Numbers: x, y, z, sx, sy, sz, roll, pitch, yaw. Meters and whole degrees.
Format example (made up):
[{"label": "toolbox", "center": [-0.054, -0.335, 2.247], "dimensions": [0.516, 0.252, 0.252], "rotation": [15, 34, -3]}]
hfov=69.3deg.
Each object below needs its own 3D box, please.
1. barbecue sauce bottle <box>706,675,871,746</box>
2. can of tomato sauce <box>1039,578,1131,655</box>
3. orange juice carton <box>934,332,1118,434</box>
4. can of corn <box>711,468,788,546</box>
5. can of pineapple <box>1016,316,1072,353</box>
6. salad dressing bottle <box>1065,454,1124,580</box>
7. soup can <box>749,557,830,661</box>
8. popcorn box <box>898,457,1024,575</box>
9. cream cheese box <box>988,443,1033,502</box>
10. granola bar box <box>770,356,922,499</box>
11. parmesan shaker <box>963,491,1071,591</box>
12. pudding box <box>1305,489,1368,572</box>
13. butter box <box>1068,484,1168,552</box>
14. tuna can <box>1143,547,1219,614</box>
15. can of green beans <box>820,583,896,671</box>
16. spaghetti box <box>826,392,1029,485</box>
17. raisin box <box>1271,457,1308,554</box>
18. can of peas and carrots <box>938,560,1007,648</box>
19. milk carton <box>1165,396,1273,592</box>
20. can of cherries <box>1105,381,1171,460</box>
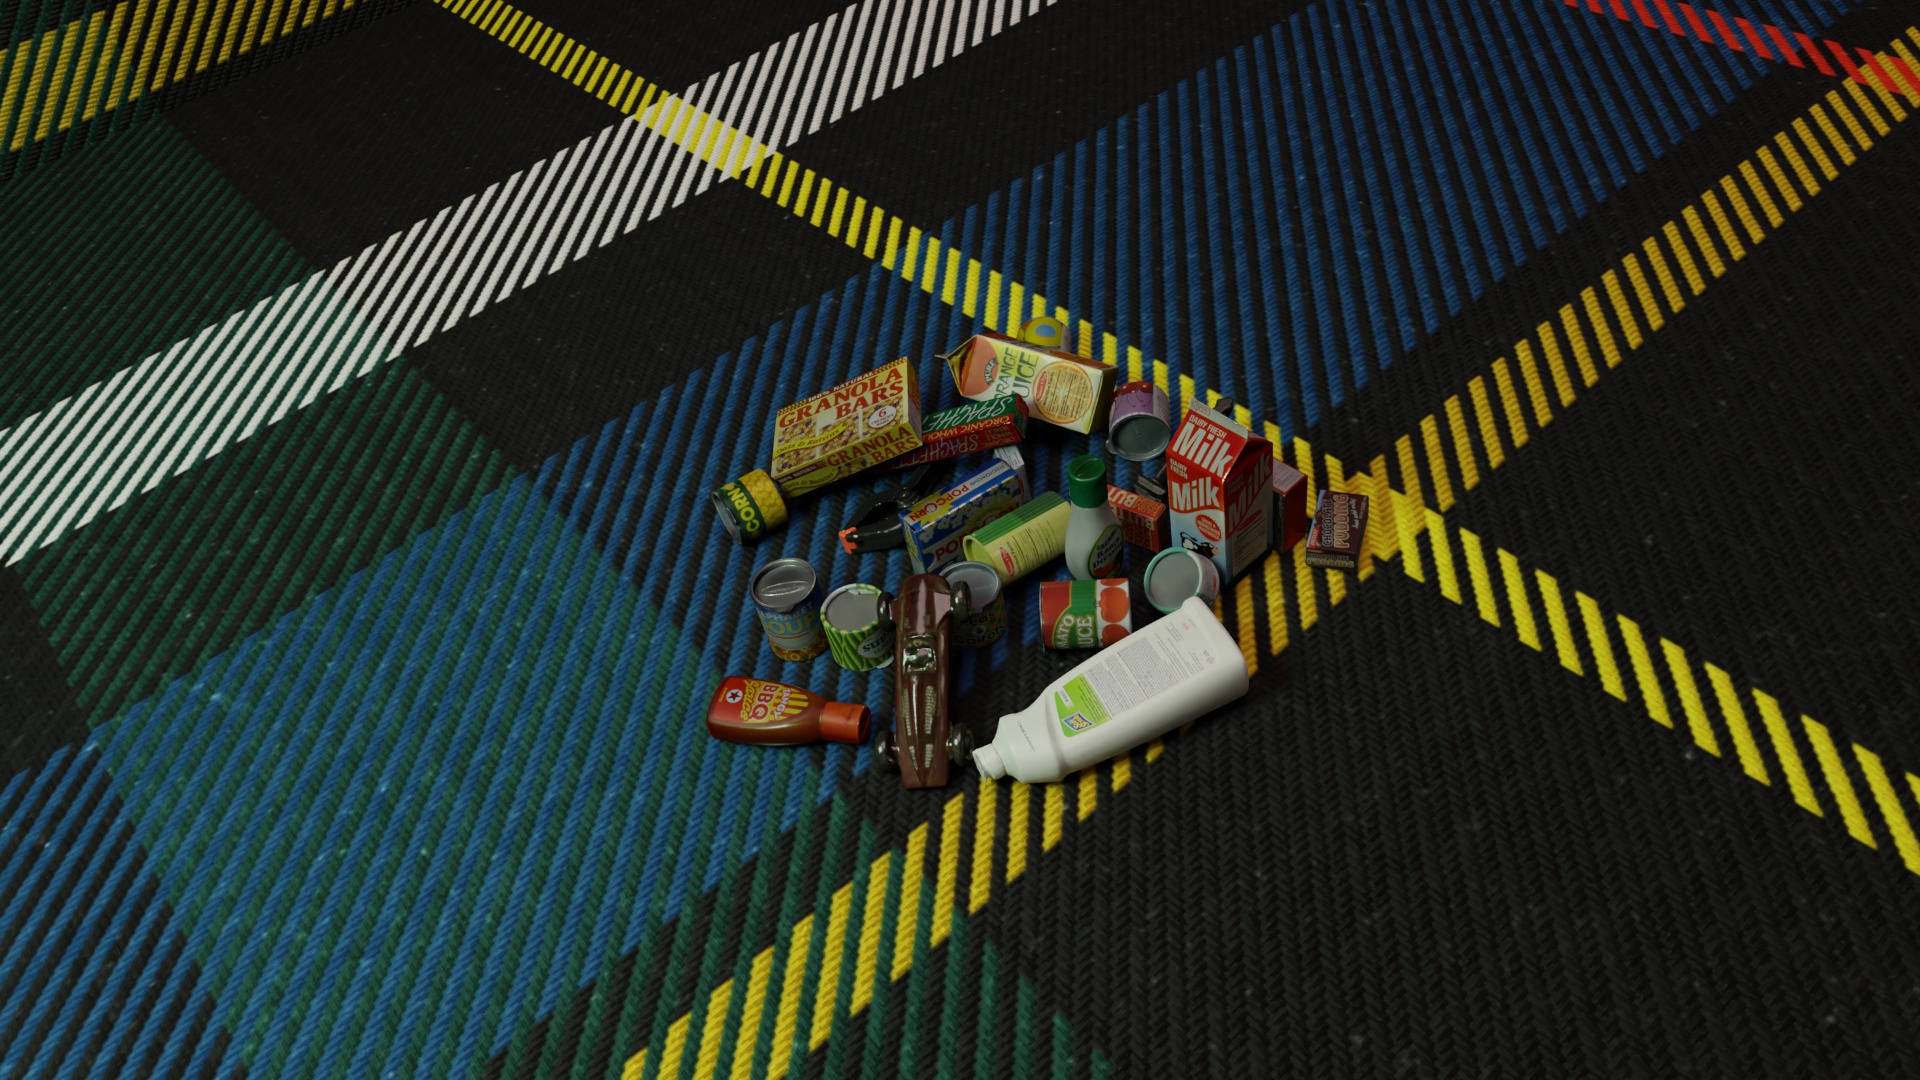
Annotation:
[{"label": "barbecue sauce bottle", "center": [-0.158, 0.164, 1.297], "dimensions": [0.148, 0.043, 0.065], "rotation": [5, 46, 16]}, {"label": "can of tomato sauce", "center": [0.119, 0.071, 1.315], "dimensions": [0.083, 0.070, 0.071], "rotation": [-3, 45, 8]}, {"label": "orange juice carton", "center": [0.070, -0.181, 1.536], "dimensions": [0.193, 0.072, 0.072], "rotation": [18, 16, 17]}, {"label": "can of corn", "center": [-0.225, -0.036, 1.492], "dimensions": [0.058, 0.070, 0.071], "rotation": [-29, 47, -18]}, {"label": "can of pineapple", "center": [0.093, -0.217, 1.607], "dimensions": [0.071, 0.070, 0.058], "rotation": [-2, 45, 10]}, {"label": "salad dressing bottle", "center": [0.127, -0.018, 1.344], "dimensions": [0.064, 0.147, 0.044], "rotation": [-38, 50, -24]}, {"label": "soup can", "center": [-0.165, 0.071, 1.362], "dimensions": [0.071, 0.083, 0.072], "rotation": [-6, 45, 6]}, {"label": "popcorn box", "center": [0.005, -0.018, 1.414], "dimensions": [0.127, 0.084, 0.038], "rotation": [-30, 46, -17]}, {"label": "cream cheese box", "center": [0.049, -0.091, 1.501], "dimensions": [0.024, 0.053, 0.104], "rotation": [-19, 45, -4]}, {"label": "granola bar box", "center": [-0.123, -0.123, 1.520], "dimensions": [0.165, 0.039, 0.125], "rotation": [-21, 39, 14]}, {"label": "parmesan shaker", "center": [0.064, 0.004, 1.396], "dimensions": [0.103, 0.071, 0.071], "rotation": [-29, 47, -20]}, {"label": "pudding box", "center": [0.371, -0.010, 1.369], "dimensions": [0.049, 0.030, 0.084], "rotation": [9, 48, 21]}, {"label": "butter box", "center": [0.161, -0.027, 1.414], "dimensions": [0.103, 0.052, 0.024], "rotation": [21, 55, 29]}, {"label": "tuna can", "center": [0.209, 0.042, 1.328], "dimensions": [0.071, 0.033, 0.071], "rotation": [-13, 68, 35]}, {"label": "can of green beans", "center": [-0.098, 0.084, 1.353], "dimensions": [0.071, 0.057, 0.071], "rotation": [-6, 45, 6]}, {"label": "spaghetti box", "center": [-0.045, -0.109, 1.508], "dimensions": [0.250, 0.028, 0.050], "rotation": [-11, 42, 24]}, {"label": "raisin box", "center": [0.287, -0.053, 1.390], "dimensions": [0.040, 0.085, 0.123], "rotation": [-38, 50, -23]}, {"label": "can of peas and carrots", "center": [0.011, 0.064, 1.350], "dimensions": [0.071, 0.058, 0.071], "rotation": [-6, 46, 6]}, {"label": "milk carton", "center": [0.247, -0.049, 1.320], "dimensions": [0.074, 0.189, 0.072], "rotation": [-37, 50, -23]}, {"label": "can of cherries", "center": [0.190, -0.129, 1.500], "dimensions": [0.071, 0.071, 0.059], "rotation": [-3, 45, 9]}]
